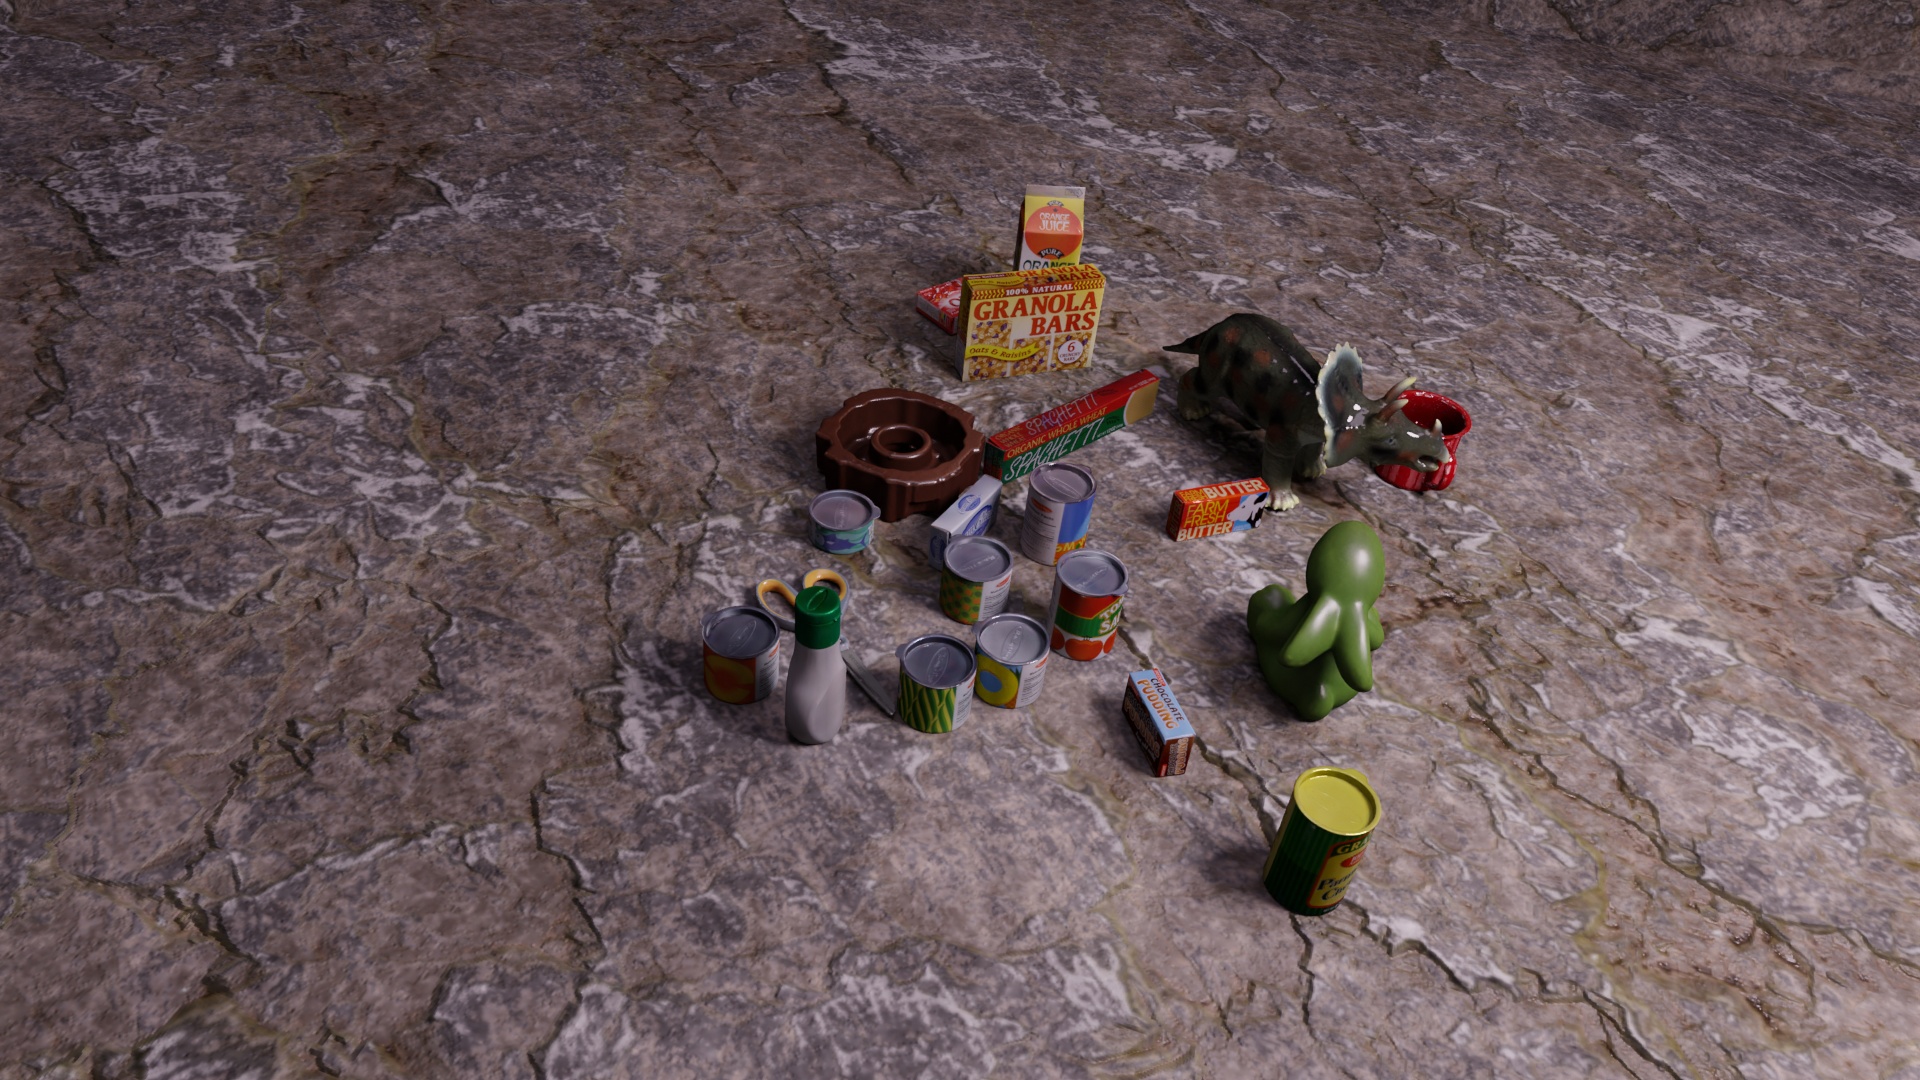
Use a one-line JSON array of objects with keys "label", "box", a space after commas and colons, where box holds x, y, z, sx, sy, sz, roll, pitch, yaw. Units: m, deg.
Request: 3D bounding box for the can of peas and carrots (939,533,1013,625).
[{"label": "can of peas and carrots", "box": [0.013, 0.036, 1.313, 0.071, 0.058, 0.071, 4, 39, -3]}]

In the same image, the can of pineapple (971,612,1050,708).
[{"label": "can of pineapple", "box": [0.043, 0.106, 1.233, 0.071, 0.057, 0.071, 4, 39, -3]}]

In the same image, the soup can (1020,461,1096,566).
[{"label": "soup can", "box": [0.098, -0.027, 1.383, 0.071, 0.083, 0.072, 4, 39, -3]}]

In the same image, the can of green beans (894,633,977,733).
[{"label": "can of green beans", "box": [-0.021, 0.124, 1.202, 0.071, 0.057, 0.071, 4, 39, -3]}]

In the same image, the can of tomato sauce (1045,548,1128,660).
[{"label": "can of tomato sauce", "box": [0.117, 0.060, 1.280, 0.071, 0.082, 0.071, 4, 39, -3]}]

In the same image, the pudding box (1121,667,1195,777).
[{"label": "pudding box", "box": [0.170, 0.156, 1.197, 0.030, 0.049, 0.084, -7, 41, -16]}]

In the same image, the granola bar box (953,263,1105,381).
[{"label": "granola bar box", "box": [0.079, -0.256, 1.628, 0.166, 0.123, 0.039, -9, 42, -18]}]

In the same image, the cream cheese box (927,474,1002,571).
[{"label": "cream cheese box", "box": [0.005, -0.017, 1.381, 0.024, 0.053, 0.104, 24, 42, 20]}]

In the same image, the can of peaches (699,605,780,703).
[{"label": "can of peaches", "box": [-0.193, 0.099, 1.207, 0.071, 0.057, 0.071, 4, 39, -3]}]

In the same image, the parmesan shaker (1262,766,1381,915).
[{"label": "parmesan shaker", "box": [0.281, 0.233, 1.077, 0.071, 0.102, 0.072, 4, 39, -3]}]

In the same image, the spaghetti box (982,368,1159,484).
[{"label": "spaghetti box", "box": [0.125, -0.127, 1.536, 0.251, 0.049, 0.029, -27, 50, -34]}]

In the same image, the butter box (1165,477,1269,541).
[{"label": "butter box", "box": [0.266, -0.032, 1.438, 0.104, 0.052, 0.024, -9, 42, -19]}]

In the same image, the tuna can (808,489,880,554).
[{"label": "tuna can", "box": [-0.116, -0.018, 1.381, 0.071, 0.032, 0.071, 4, 39, -3]}]

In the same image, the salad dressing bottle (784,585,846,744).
[{"label": "salad dressing bottle", "box": [-0.119, 0.103, 1.142, 0.044, 0.146, 0.064, 20, 41, 16]}]

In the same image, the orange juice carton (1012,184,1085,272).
[{"label": "orange juice carton", "box": [0.103, -0.340, 1.681, 0.072, 0.191, 0.073, 3, 39, -4]}]
